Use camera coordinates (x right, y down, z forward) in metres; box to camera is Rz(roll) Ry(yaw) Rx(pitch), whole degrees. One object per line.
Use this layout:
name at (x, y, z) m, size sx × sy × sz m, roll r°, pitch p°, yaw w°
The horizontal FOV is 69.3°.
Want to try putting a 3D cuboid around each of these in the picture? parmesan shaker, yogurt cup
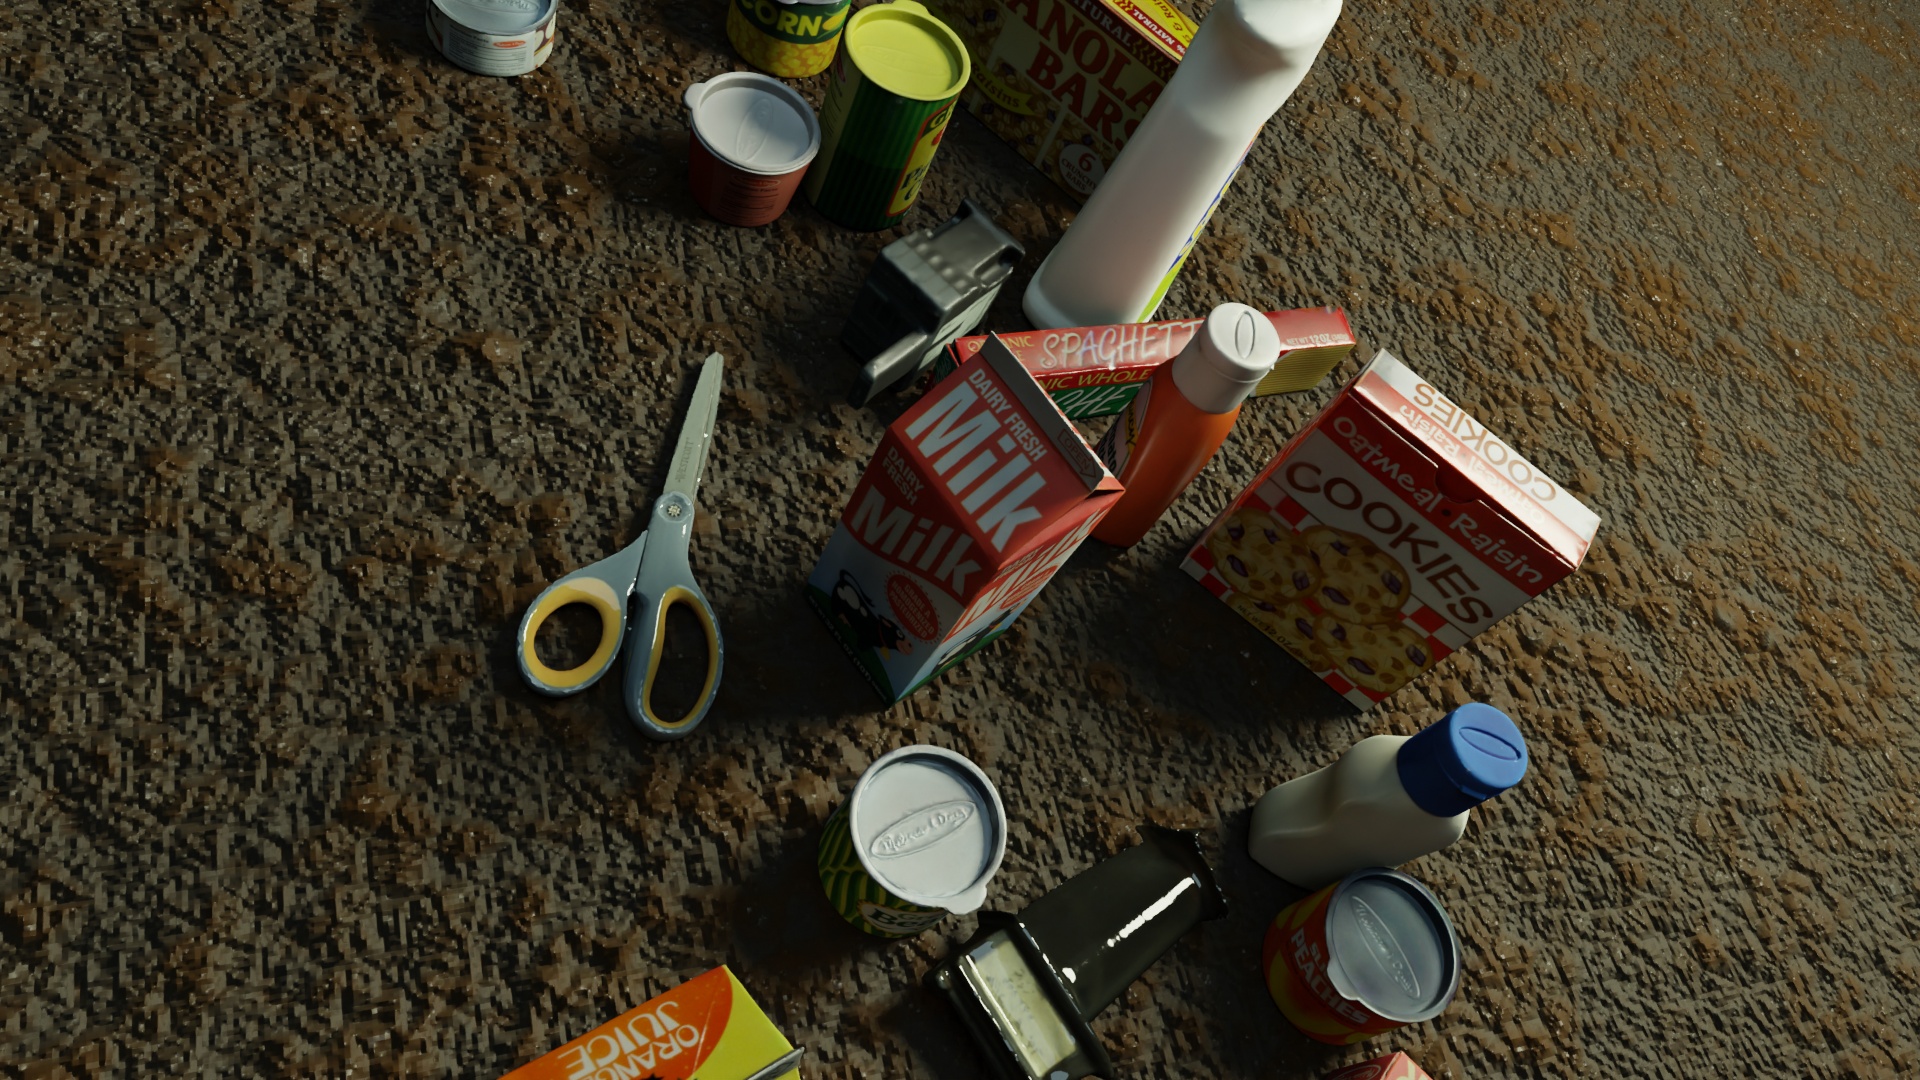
parmesan shaker at (-0.042, -0.225, 0.743) m, size 0.071 × 0.102 × 0.071 m, roll 9°, pitch 59°, yaw -16°
yogurt cup at (-0.112, -0.203, 0.734) m, size 0.072 × 0.053 × 0.073 m, roll 9°, pitch 59°, yaw -16°

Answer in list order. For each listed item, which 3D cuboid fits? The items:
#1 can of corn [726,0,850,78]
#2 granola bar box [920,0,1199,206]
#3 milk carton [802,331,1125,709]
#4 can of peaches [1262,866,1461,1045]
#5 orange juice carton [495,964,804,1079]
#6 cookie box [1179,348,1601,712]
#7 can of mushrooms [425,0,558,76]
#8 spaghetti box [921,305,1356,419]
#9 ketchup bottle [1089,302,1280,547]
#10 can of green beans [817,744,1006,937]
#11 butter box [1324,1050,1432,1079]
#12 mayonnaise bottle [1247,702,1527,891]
can of corn at (-0.098, -0.308, 0.797) m, size 0.071 × 0.058 × 0.071 m, roll 9°, pitch 59°, yaw -16°
granola bar box at (0.054, -0.281, 0.799) m, size 0.165 × 0.123 × 0.039 m, roll 41°, pitch 56°, yaw 5°
milk carton at (0.002, -0.007, 0.581) m, size 0.074 × 0.189 × 0.072 m, roll -30°, pitch 76°, yaw -32°
can of peaches at (0.174, 0.186, 0.615) m, size 0.071 × 0.057 × 0.071 m, roll 9°, pitch 59°, yaw -16°
orange juice carton at (-0.099, 0.190, 0.427) m, size 0.072 × 0.191 × 0.073 m, roll -20°, pitch 70°, yaw -29°
cookie box at (0.196, 0.002, 0.663) m, size 0.123 × 0.166 × 0.040 m, roll 39°, pitch 56°, yaw 4°
can of mushrooms at (-0.250, -0.284, 0.740) m, size 0.071 × 0.033 × 0.071 m, roll 9°, pitch 59°, yaw -16°
spaghetti box at (0.101, -0.094, 0.754) m, size 0.251 × 0.050 × 0.029 m, roll -9°, pitch 65°, yaw -25°
ketchup bottle at (0.103, -0.056, 0.673) m, size 0.043 × 0.148 × 0.065 m, roll 18°, pitch 57°, yaw -10°
can of green beans at (-0.021, 0.126, 0.575) m, size 0.071 × 0.057 × 0.071 m, roll 9°, pitch 59°, yaw -16°
butter box at (0.204, 0.263, 0.584) m, size 0.103 × 0.053 × 0.024 m, roll 44°, pitch 56°, yaw 7°
mayonnaise bottle at (0.186, 0.114, 0.606) m, size 0.065 × 0.147 × 0.041 m, roll 23°, pitch 56°, yaw -7°
